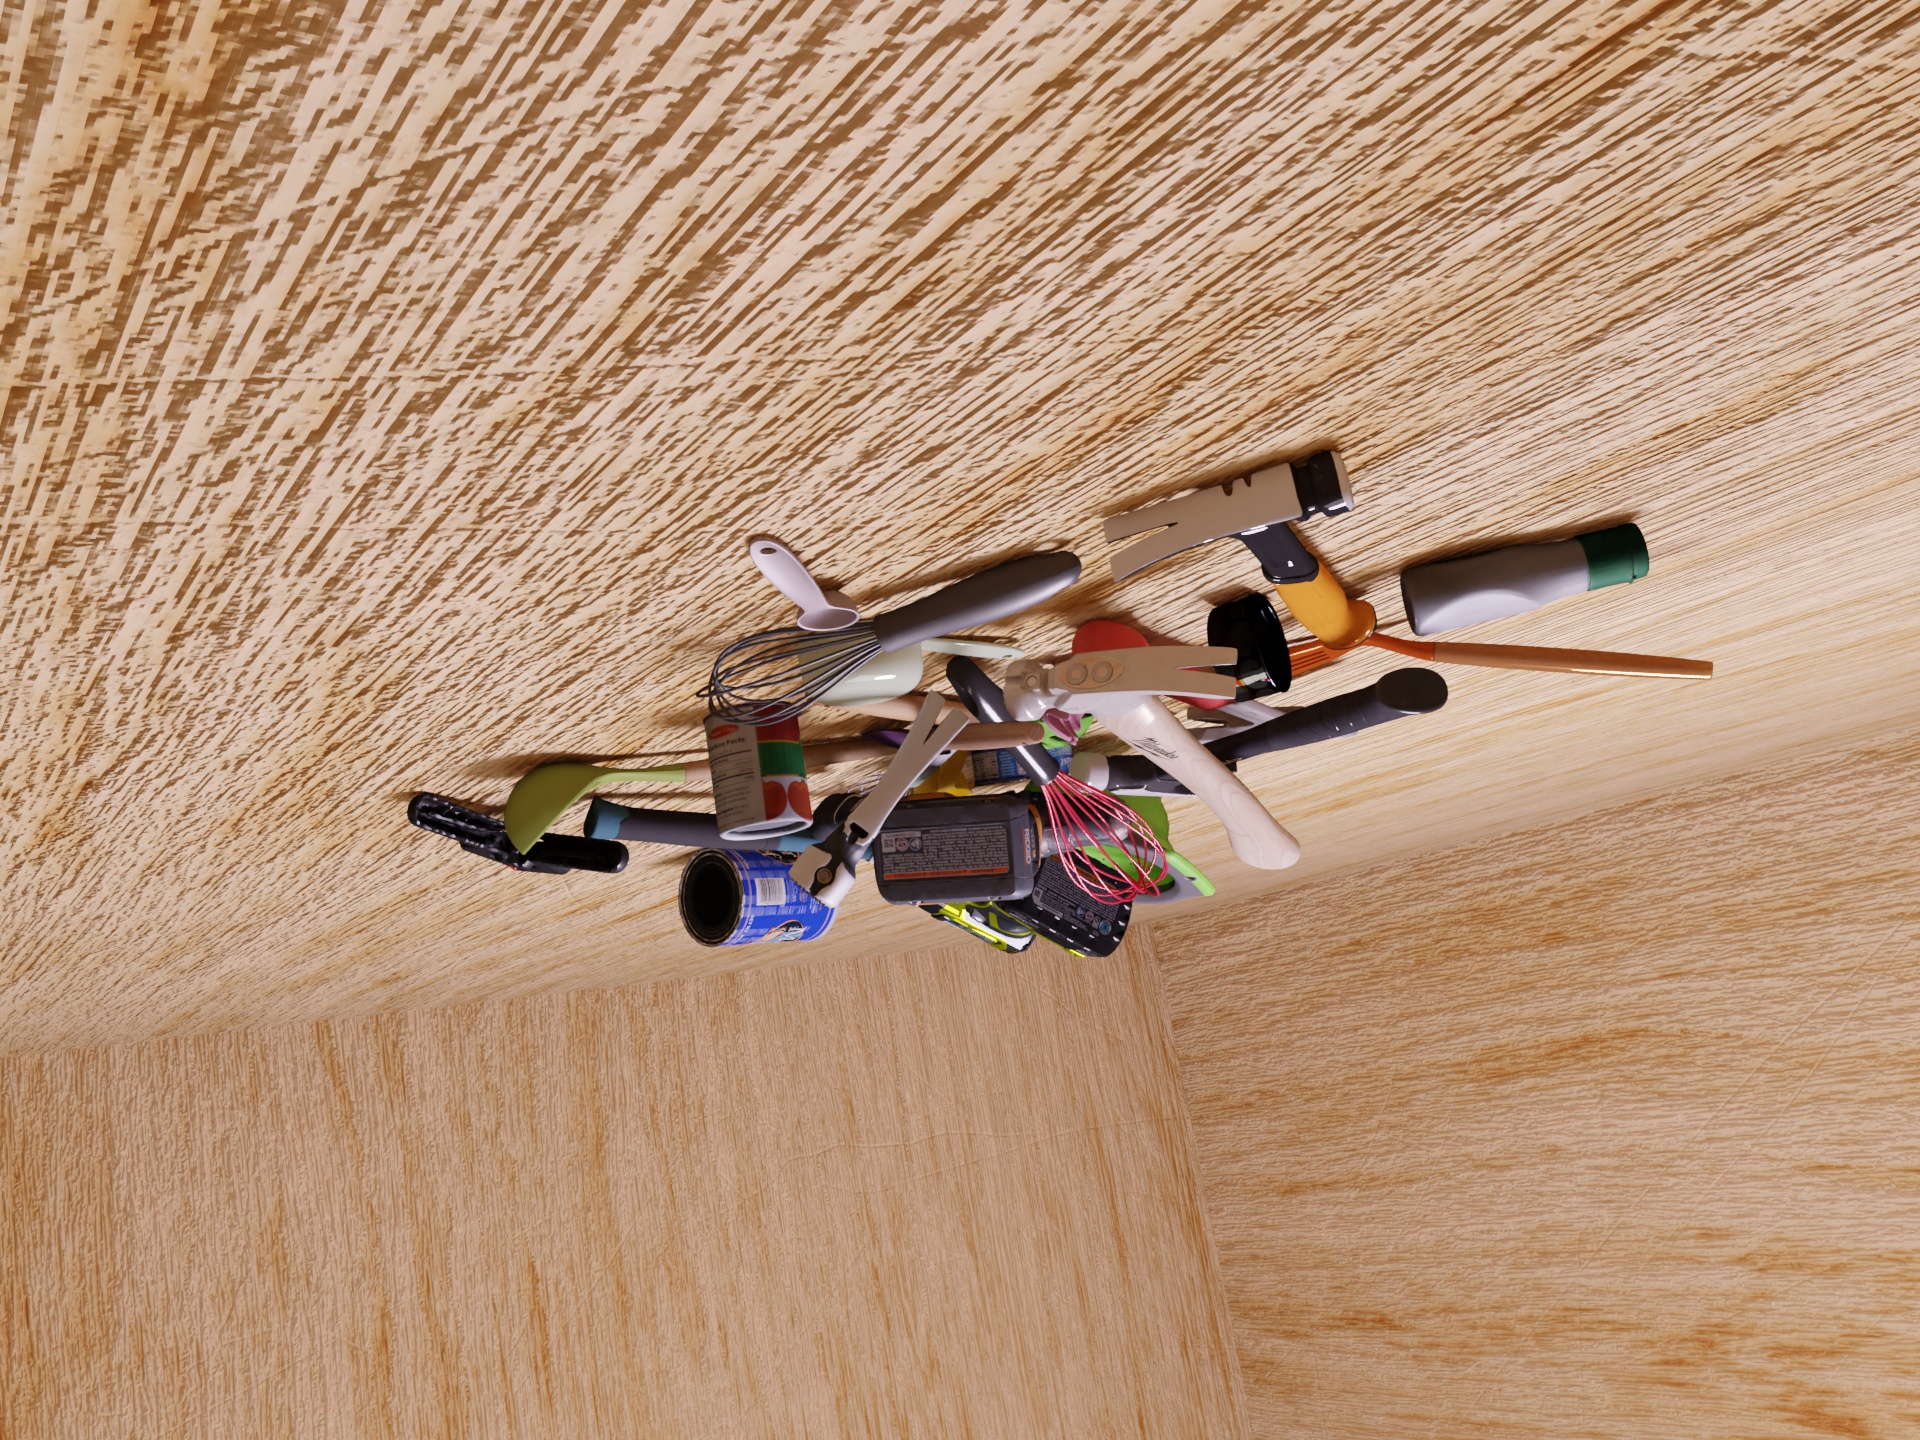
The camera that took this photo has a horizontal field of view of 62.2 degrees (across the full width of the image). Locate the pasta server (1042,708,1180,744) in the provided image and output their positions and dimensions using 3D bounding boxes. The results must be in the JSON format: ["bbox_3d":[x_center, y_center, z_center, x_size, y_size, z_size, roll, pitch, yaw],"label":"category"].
[{"bbox_3d":[0.126,-0.007,1.233,0.040,0.060,0.316,22,-175,24],"label":"pasta server"}]

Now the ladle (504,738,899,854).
[{"bbox_3d":[-0.181,0.048,1.197,0.320,0.062,0.078,-7,170,-25],"label":"ladle"}]

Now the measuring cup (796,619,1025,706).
[{"bbox_3d":[-0.024,-0.032,0.993,0.167,0.038,0.083,2,163,-37],"label":"measuring cup"}]

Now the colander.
[{"bbox_3d":[0.055,0.088,1.516,0.397,0.094,0.204,3,157,34],"label":"colander"}]

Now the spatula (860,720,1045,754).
[{"bbox_3d":[-0.004,0.013,1.098,0.059,0.018,0.316,18,172,-17],"label":"spatula"}]

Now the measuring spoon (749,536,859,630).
[{"bbox_3d":[-0.083,-0.075,0.823,0.034,0.018,0.124,-11,161,11],"label":"measuring spoon"}]

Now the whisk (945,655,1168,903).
[{"bbox_3d":[0.069,0.048,1.137,0.073,0.073,0.295,-16,136,26],"label":"whisk"}]

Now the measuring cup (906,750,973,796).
[{"bbox_3d":[-0.015,0.041,1.386,0.062,0.029,0.156,-16,158,-15],"label":"measuring cup"}]

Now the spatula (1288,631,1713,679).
[{"bbox_3d":[0.370,-0.039,1.159,0.323,0.041,0.081,5,174,23],"label":"spatula"}]

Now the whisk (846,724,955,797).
[{"bbox_3d":[-0.045,0.048,1.331,0.057,0.059,0.246,22,155,-12],"label":"whisk"}]

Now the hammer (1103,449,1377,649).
[{"bbox_3d":[0.193,-0.083,0.946,0.127,0.034,0.336,-15,167,20],"label":"hammer"}]

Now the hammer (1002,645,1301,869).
[{"bbox_3d":[0.180,0.039,1.121,0.146,0.038,0.410,-4,159,27],"label":"hammer"}]

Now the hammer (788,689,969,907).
[{"bbox_3d":[-0.076,0.061,1.155,0.149,0.036,0.409,-53,-176,-9],"label":"hammer"}]

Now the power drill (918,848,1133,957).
[{"bbox_3d":[0.039,0.161,1.474,0.171,0.080,0.223,30,160,-24],"label":"power drill"}]

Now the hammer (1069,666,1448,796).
[{"bbox_3d":[0.227,0.014,1.166,0.146,0.035,0.335,4,166,-28],"label":"hammer"}]

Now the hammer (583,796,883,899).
[{"bbox_3d":[-0.175,0.099,1.379,0.330,0.128,0.033,9,116,-39],"label":"hammer"}]

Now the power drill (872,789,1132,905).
[{"bbox_3d":[0.036,0.092,1.265,0.185,0.084,0.226,-4,-179,11],"label":"power drill"}]

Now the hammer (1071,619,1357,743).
[{"bbox_3d":[0.169,-0.022,1.173,0.149,0.037,0.358,-3,171,31],"label":"hammer"}]

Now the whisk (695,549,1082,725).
[{"bbox_3d":[-0.043,-0.049,0.893,0.239,0.055,0.055,-19,166,18],"label":"whisk"}]

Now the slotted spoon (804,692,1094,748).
[{"bbox_3d":[-0.002,-0.004,1.173,0.070,0.031,0.313,-11,168,38],"label":"slotted spoon"}]
